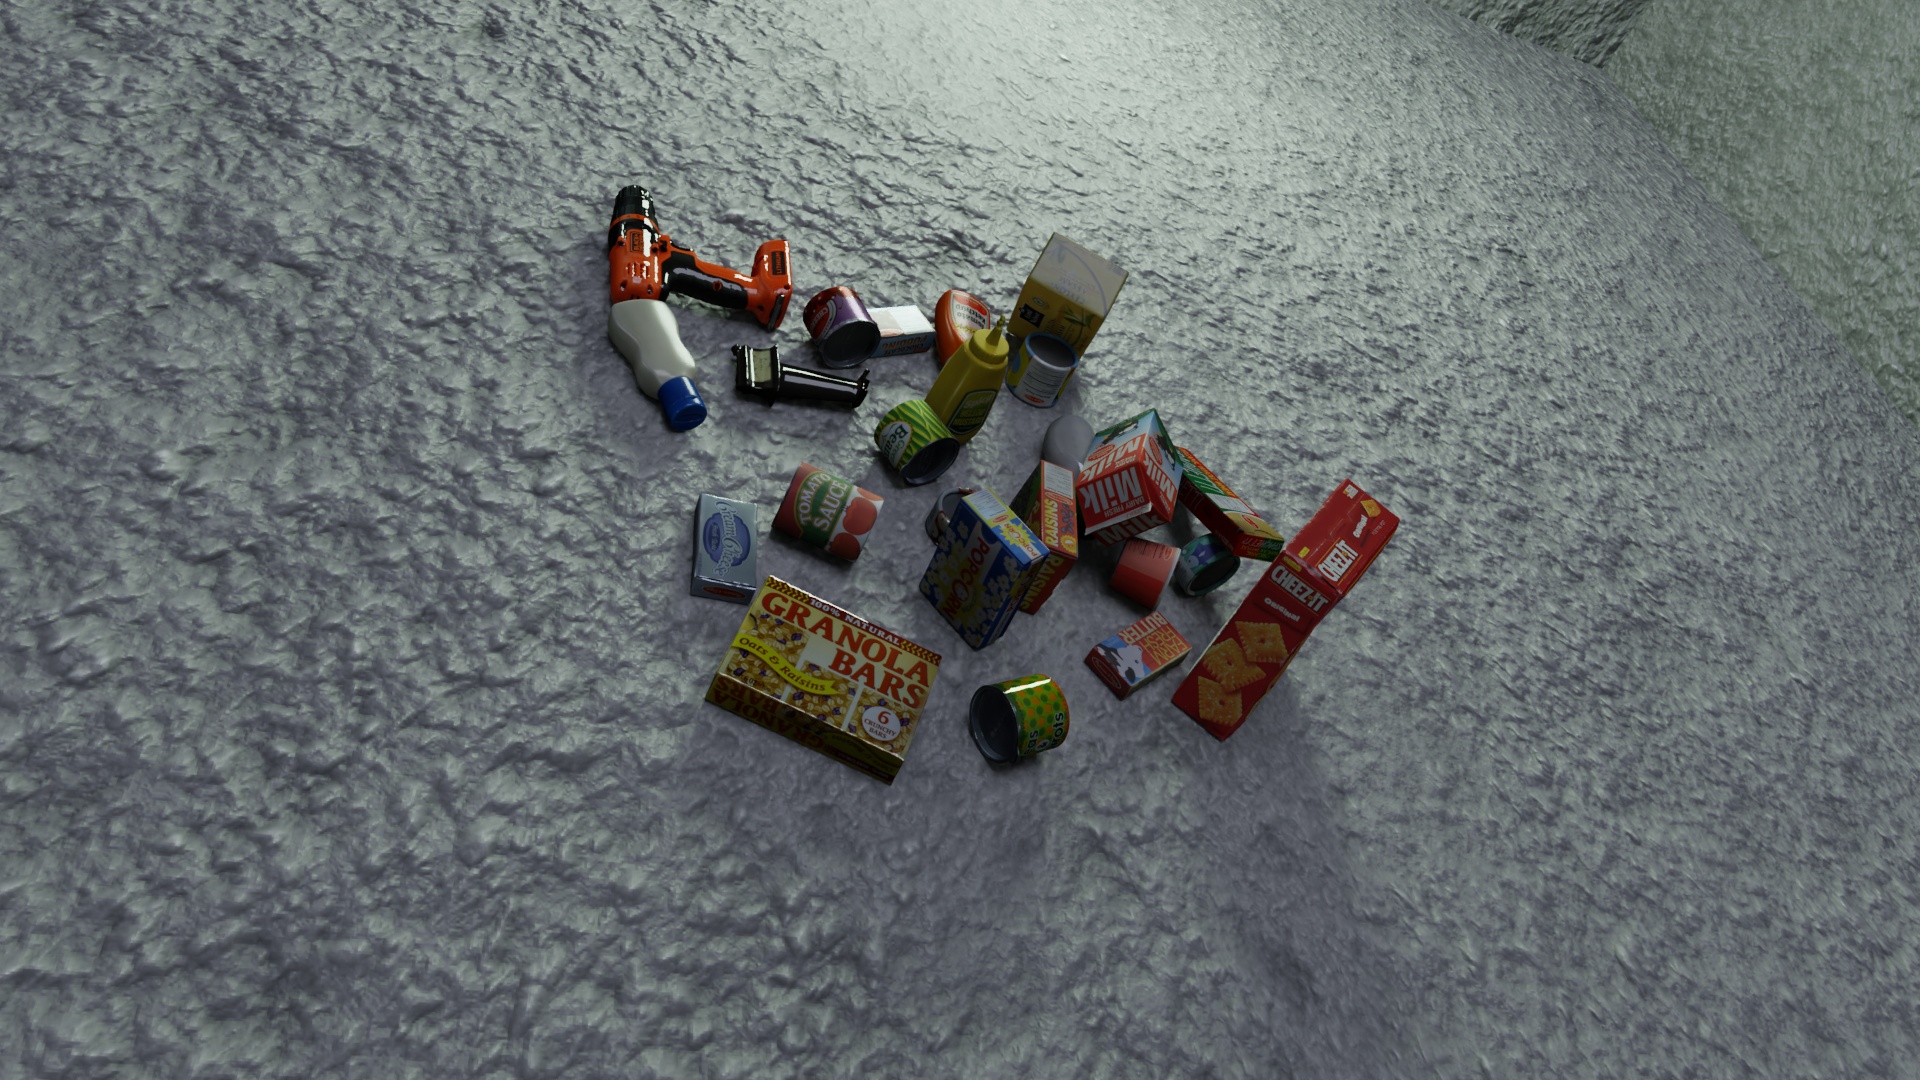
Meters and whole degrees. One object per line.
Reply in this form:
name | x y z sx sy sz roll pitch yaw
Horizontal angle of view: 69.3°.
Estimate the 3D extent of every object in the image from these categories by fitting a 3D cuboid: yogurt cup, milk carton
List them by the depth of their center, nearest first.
yogurt cup | 0.180 0.030 1.371 0.054 0.072 0.073 23 40 5
milk carton | 0.168 -0.057 1.385 0.073 0.072 0.191 60 25 -16

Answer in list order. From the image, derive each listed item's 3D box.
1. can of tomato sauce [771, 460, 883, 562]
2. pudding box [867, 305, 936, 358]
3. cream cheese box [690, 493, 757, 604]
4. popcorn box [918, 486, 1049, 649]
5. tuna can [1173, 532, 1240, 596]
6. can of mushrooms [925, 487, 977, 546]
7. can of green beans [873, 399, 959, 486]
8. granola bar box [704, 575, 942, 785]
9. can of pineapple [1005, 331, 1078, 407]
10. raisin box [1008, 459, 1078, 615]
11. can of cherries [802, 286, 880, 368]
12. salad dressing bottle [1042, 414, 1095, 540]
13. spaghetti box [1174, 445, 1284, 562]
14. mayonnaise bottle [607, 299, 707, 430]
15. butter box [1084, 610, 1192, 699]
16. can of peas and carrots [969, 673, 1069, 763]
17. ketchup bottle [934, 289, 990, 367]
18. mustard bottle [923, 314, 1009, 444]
can of tomato sauce | -0.119 -0.026 1.253 0.083 0.070 0.071 24 41 -6
pudding box | -0.074 -0.229 1.518 0.084 0.030 0.050 -13 56 -38
cream cheese box | -0.205 0.006 1.206 0.053 0.024 0.104 12 43 -19
popcorn box | 0.019 0.026 1.234 0.038 0.126 0.085 -25 63 -39
tuna can | 0.251 0.024 1.412 0.071 0.070 0.033 -7 54 -35
can of mushrooms | 0.005 -0.017 1.341 0.071 0.033 0.071 16 41 -14
can of green beans | -0.044 -0.097 1.371 0.071 0.071 0.058 -15 56 -39
granola bar box | -0.109 0.111 1.141 0.165 0.038 0.125 26 40 -4
can of pineapple | 0.091 -0.193 1.552 0.071 0.057 0.071 16 42 -15
raisin box | 0.075 -0.004 1.327 0.040 0.085 0.124 21 41 -16
can of cherries | -0.127 -0.224 1.453 0.072 0.071 0.058 -6 51 -34
salad dressing bottle | 0.123 -0.066 1.452 0.064 0.043 0.148 15 44 -23
spaghetti box | 0.258 -0.045 1.449 0.050 0.028 0.251 11 21 -20
mayonnaise bottle | -0.286 -0.169 1.329 0.065 0.041 0.148 -9 54 -34
butter box | 0.169 0.107 1.313 0.104 0.024 0.053 -24 63 -43
can of peas and carrots | 0.051 0.151 1.170 0.059 0.070 0.071 -8 53 -36
ketchup bottle | 0.001 -0.214 1.534 0.065 0.043 0.149 25 40 -21
mustard bottle | 0.012 -0.164 1.399 0.065 0.159 0.049 -9 55 -35
